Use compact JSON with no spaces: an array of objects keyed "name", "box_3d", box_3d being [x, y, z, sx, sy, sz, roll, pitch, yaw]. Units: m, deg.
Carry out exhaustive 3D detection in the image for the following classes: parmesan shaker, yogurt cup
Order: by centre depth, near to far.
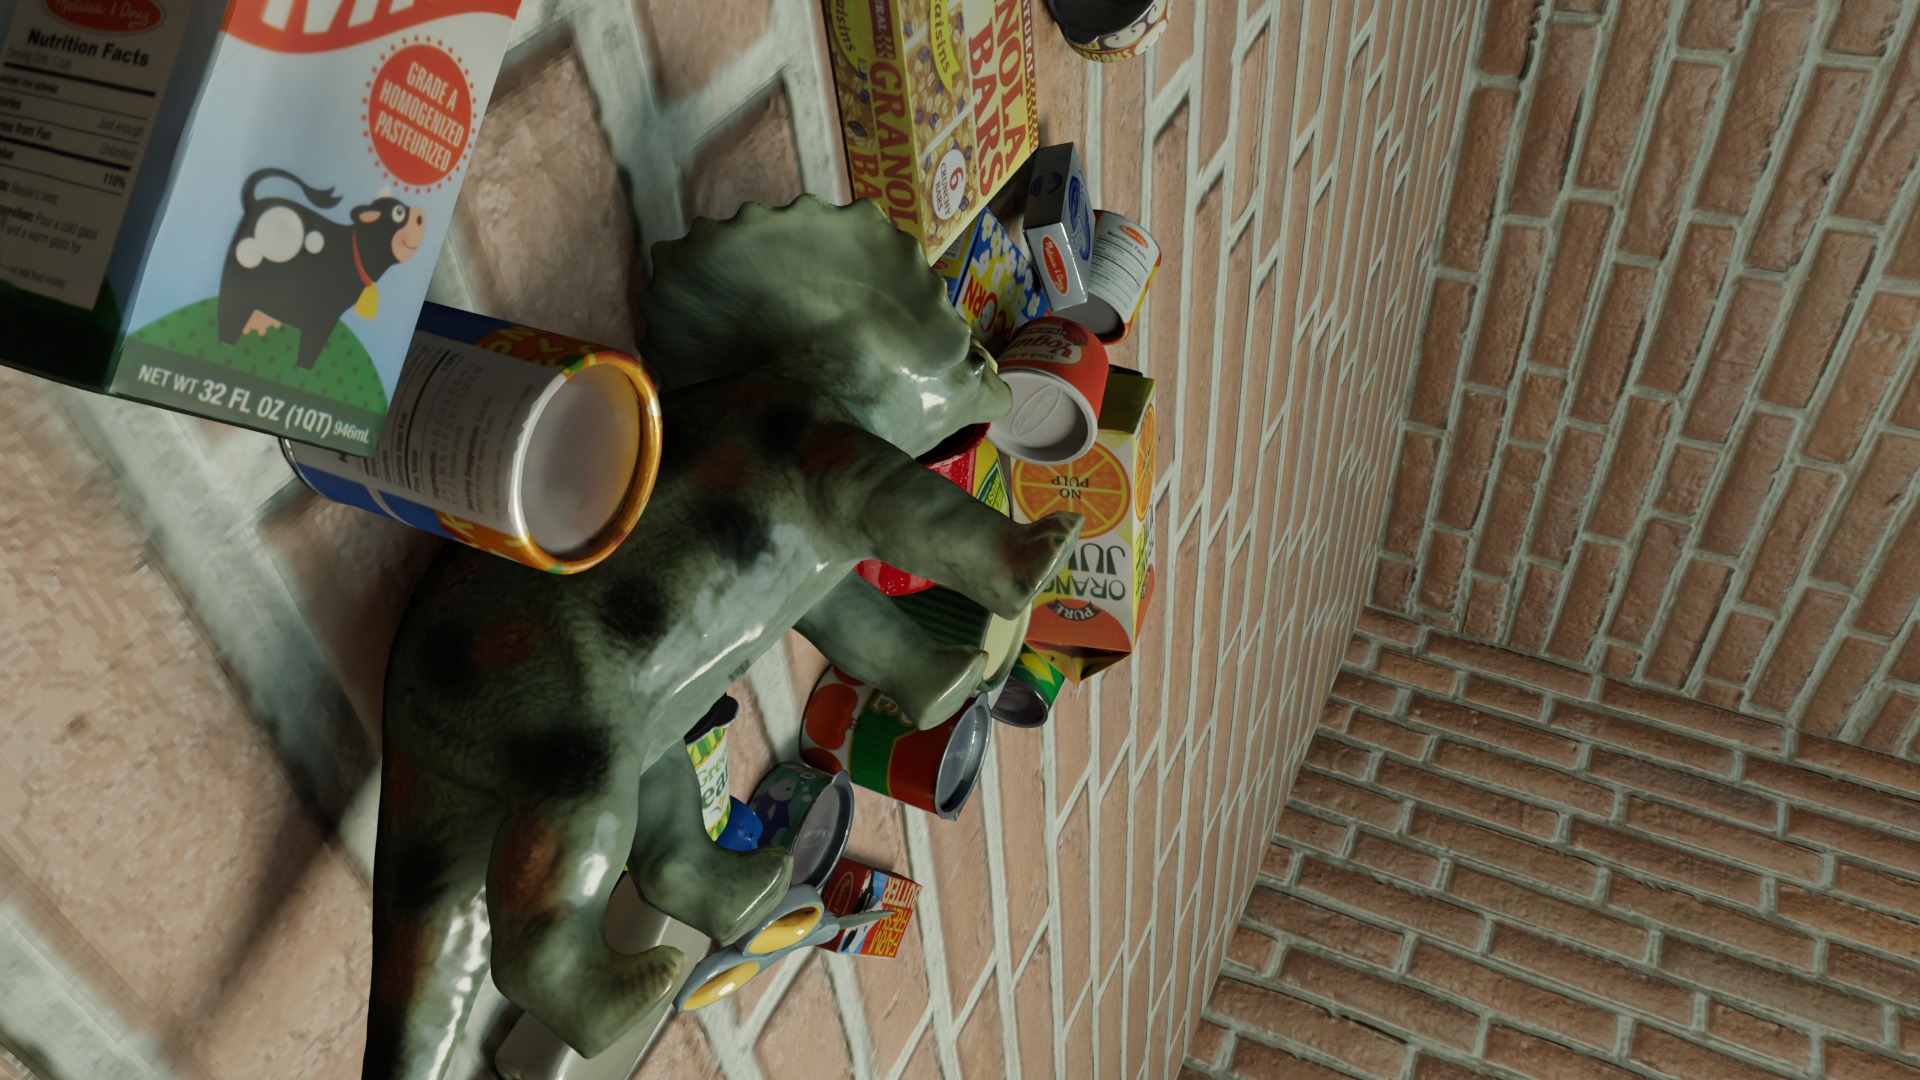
[{"name":"parmesan shaker","box_3d":[-0.024,0.032,0.698,0.072,0.103,0.071,-49,148,-46]},{"name":"yogurt cup","box_3d":[0.046,-0.081,0.735,0.072,0.072,0.054,81,26,-48]}]

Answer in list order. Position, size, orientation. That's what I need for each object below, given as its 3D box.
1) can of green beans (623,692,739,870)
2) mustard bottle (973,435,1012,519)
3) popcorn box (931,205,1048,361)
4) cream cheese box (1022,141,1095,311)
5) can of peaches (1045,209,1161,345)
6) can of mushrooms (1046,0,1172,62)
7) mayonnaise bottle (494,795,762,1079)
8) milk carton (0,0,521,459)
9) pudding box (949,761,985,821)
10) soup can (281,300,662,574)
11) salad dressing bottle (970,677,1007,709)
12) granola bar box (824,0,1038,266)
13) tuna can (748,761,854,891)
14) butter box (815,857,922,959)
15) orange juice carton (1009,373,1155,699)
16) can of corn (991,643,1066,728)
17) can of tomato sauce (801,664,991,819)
[{"name":"can of green beans","box_3d":[-0.124,0.086,0.544,0.071,0.071,0.057,-44,144,-51]},{"name":"mustard bottle","box_3d":[0.003,-0.010,0.805,0.065,0.049,0.159,-63,156,-19]},{"name":"popcorn box","box_3d":[0.004,-0.120,0.746,0.126,0.038,0.085,29,77,-68]},{"name":"cream cheese box","box_3d":[0.057,-0.180,0.791,0.104,0.024,0.053,-79,154,-49]},{"name":"can of peaches","box_3d":[0.085,-0.164,0.875,0.058,0.071,0.071,-66,157,-20]},{"name":"can of mushrooms","box_3d":[0.082,-0.300,0.770,0.033,0.071,0.071,28,79,-69]},{"name":"mayonnaise bottle","box_3d":[-0.139,0.178,0.608,0.064,0.041,0.149,84,30,-47]},{"name":"milk carton","box_3d":[-0.155,-0.122,0.313,0.072,0.073,0.190,21,85,-68]},{"name":"pudding box","box_3d":[-0.011,0.140,0.903,0.050,0.030,0.083,-60,155,-32]},{"name":"soup can","box_3d":[-0.138,-0.032,0.404,0.072,0.084,0.071,-50,148,-47]},{"name":"salad dressing bottle","box_3d":[0.022,0.048,0.888,0.064,0.044,0.148,-35,-160,45]},{"name":"granola bar box","box_3d":[-0.010,-0.229,0.633,0.125,0.039,0.164,-55,152,-37]},{"name":"tuna can","box_3d":[-0.085,0.149,0.727,0.071,0.033,0.070,-49,148,-46]},{"name":"butter box","box_3d":[-0.058,0.230,0.862,0.053,0.024,0.103,-69,157,-11]},{"name":"orange juice carton","box_3d":[0.076,0.000,0.836,0.072,0.073,0.191,-62,153,-53]},{"name":"can of corn","box_3d":[0.039,0.082,0.938,0.058,0.071,0.070,-59,154,-33]},{"name":"can of tomato sauce","box_3d":[-0.034,0.103,0.750,0.071,0.083,0.070,-49,148,-47]}]
